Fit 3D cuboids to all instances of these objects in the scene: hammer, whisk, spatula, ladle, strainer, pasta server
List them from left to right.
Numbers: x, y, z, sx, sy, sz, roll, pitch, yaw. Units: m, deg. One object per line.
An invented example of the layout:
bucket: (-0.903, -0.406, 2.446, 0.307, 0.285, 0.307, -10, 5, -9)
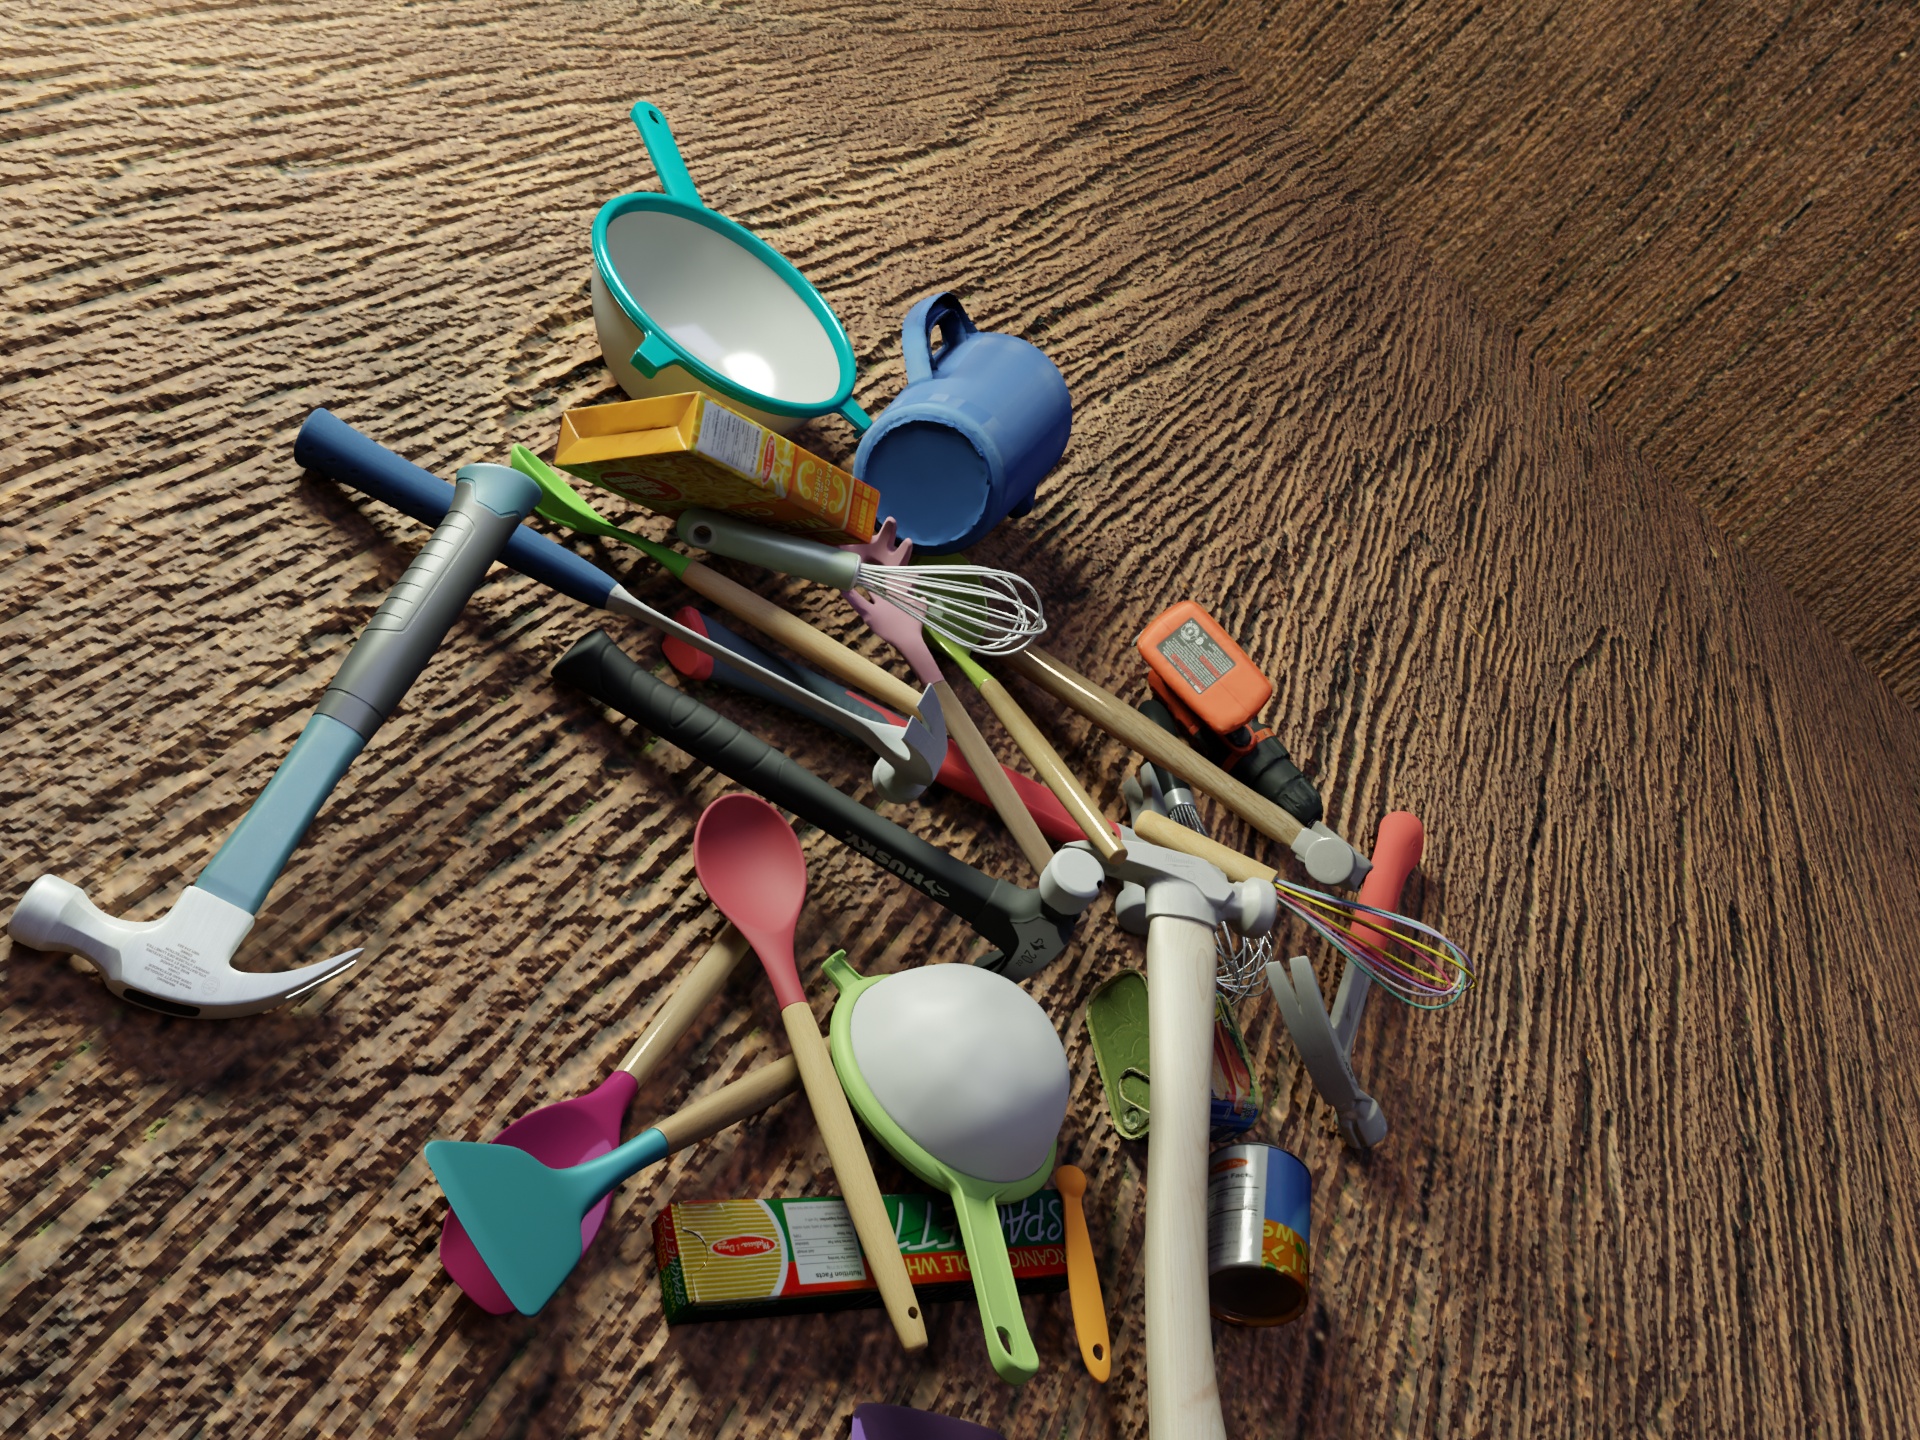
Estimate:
hammer: (-0.293, -0.006, 0.764, 0.128, 0.033, 0.331, 33, 53, -16)
hammer: (-0.188, -0.068, 0.907, 0.405, 0.144, 0.035, 28, 72, -3)
strainer: (-0.207, -0.319, 1.168, 0.210, 0.095, 0.341, 8, 47, -42)
spatula: (-0.122, 0.192, 0.771, 0.082, 0.044, 0.317, 53, 32, 14)
hammer: (-0.089, 0.048, 0.918, 0.335, 0.146, 0.035, 31, 48, 2)
ladle: (-0.076, 0.170, 0.817, 0.069, 0.031, 0.316, 2, 48, -35)
whisk: (-0.061, -0.093, 1.019, 0.246, 0.057, 0.059, 15, 24, -11)
hammer: (-0.018, 0.013, 1.067, 0.386, 0.038, 0.143, 27, 38, -22)
pasta server: (-0.002, -0.003, 1.034, 0.060, 0.040, 0.316, -24, 69, -19)
strainer: (0.017, 0.212, 0.823, 0.151, 0.069, 0.257, 26, 26, -28)
ladle: (0.037, -0.017, 1.057, 0.078, 0.062, 0.321, 26, 19, -40)
spatula: (0.081, 0.398, 0.799, 0.315, 0.018, 0.060, 23, 46, -24)
hammer: (0.112, 0.254, 0.882, 0.146, 0.038, 0.411, 15, 53, -14)
hammer: (0.145, 0.021, 1.124, 0.331, 0.031, 0.130, 35, 5, 24)
whisk: (0.167, 0.087, 1.159, 0.070, 0.070, 0.285, 21, 37, -28)
whisk: (0.227, 0.123, 1.063, 0.245, 0.051, 0.047, 26, 10, 18)
hammer: (0.306, 0.155, 1.206, 0.149, 0.037, 0.359, 64, 30, -14)

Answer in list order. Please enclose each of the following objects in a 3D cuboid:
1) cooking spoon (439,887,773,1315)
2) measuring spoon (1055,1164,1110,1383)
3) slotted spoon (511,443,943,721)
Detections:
cooking spoon: (-0.156, 0.166, 0.802, 0.068, 0.017, 0.319, 53, 35, -12)
measuring spoon: (0.067, 0.291, 0.846, 0.021, 0.011, 0.117, 20, 44, -30)
slotted spoon: (-0.148, -0.080, 0.989, 0.314, 0.031, 0.070, 30, 3, 1)
